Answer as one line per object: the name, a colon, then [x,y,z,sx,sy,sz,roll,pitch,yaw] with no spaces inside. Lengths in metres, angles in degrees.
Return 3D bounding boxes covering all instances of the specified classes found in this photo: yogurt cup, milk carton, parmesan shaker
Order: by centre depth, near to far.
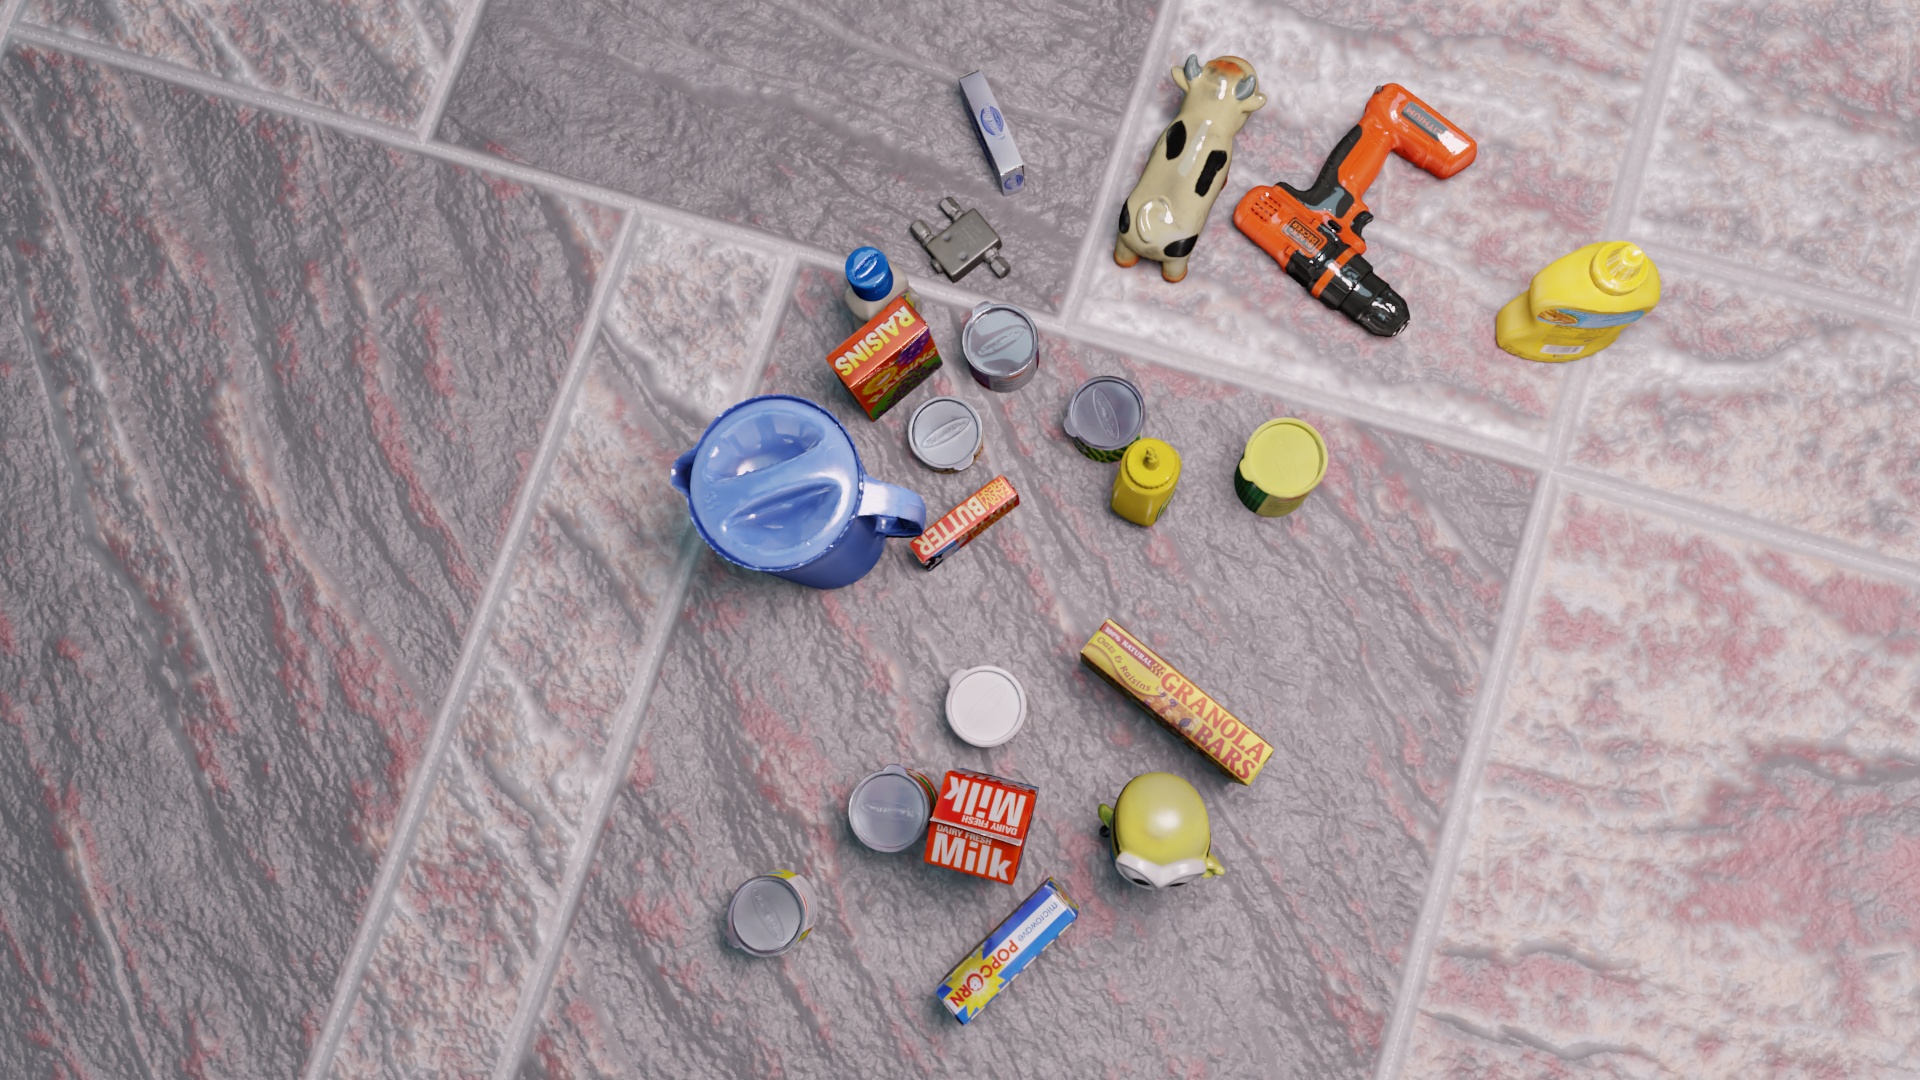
milk carton: [0.019,0.226,1.104,0.072,0.190,0.073,14,83,7]
parmesan shaker: [0.265,-0.059,1.172,0.071,0.103,0.071,-1,81,5]
yogurt cup: [0.023,0.142,1.186,0.072,0.054,0.072,-1,81,5]

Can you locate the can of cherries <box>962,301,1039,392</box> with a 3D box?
can of cherries: [0.036,-0.172,1.234,0.071,0.058,0.071,-1,81,5]

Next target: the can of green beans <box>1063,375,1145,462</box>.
can of green beans: [0.128,-0.105,1.215,0.071,0.057,0.071,-1,81,5]

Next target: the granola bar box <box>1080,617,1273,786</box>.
granola bar box: [0.174,0.132,1.139,0.166,0.124,0.039,38,87,10]

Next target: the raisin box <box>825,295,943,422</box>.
raisin box: [-0.064,-0.155,1.207,0.086,0.123,0.040,-39,80,-1]

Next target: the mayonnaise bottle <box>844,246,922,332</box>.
mayonnaise bottle: [-0.070,-0.212,1.204,0.041,0.148,0.065,43,87,10]

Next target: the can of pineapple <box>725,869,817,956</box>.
can of pineapple: [-0.160,0.314,1.173,0.071,0.058,0.071,-1,81,5]

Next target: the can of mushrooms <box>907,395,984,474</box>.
can of mushrooms: [-0.011,-0.091,1.238,0.071,0.033,0.071,-1,81,5]

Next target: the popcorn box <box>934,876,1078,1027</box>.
popcorn box: [0.040,0.334,1.138,0.127,0.085,0.038,-43,80,-2]

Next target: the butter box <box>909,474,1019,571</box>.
butter box: [0.004,-0.015,1.214,0.103,0.053,0.024,-37,80,-1]

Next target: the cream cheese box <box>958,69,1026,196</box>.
cream cheese box: [0.030,-0.371,1.269,0.024,0.053,0.104,-23,80,2]

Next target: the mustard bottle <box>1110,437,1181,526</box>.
mustard bottle: [0.156,-0.053,1.152,0.049,0.160,0.065,26,85,9]

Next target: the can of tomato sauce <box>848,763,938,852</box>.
can of tomato sauce: [-0.054,0.223,1.166,0.071,0.083,0.071,-1,81,5]
